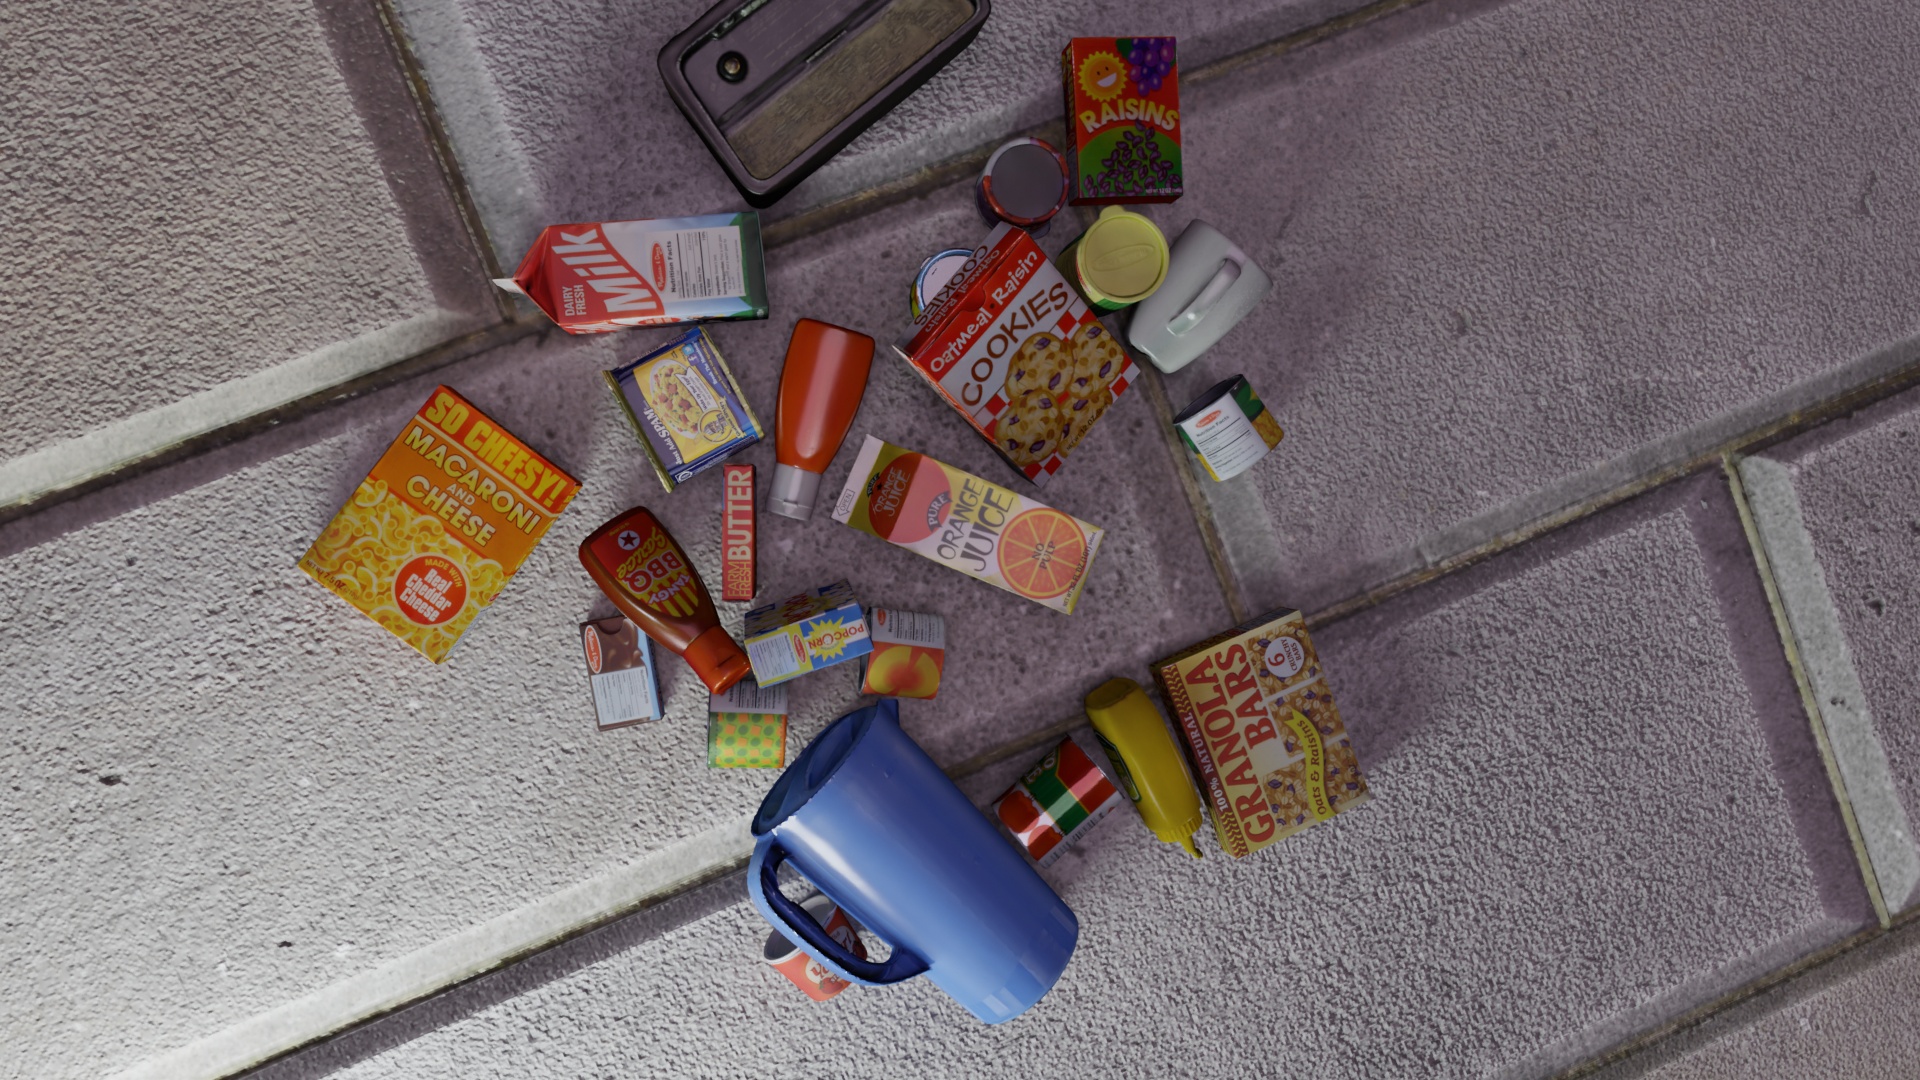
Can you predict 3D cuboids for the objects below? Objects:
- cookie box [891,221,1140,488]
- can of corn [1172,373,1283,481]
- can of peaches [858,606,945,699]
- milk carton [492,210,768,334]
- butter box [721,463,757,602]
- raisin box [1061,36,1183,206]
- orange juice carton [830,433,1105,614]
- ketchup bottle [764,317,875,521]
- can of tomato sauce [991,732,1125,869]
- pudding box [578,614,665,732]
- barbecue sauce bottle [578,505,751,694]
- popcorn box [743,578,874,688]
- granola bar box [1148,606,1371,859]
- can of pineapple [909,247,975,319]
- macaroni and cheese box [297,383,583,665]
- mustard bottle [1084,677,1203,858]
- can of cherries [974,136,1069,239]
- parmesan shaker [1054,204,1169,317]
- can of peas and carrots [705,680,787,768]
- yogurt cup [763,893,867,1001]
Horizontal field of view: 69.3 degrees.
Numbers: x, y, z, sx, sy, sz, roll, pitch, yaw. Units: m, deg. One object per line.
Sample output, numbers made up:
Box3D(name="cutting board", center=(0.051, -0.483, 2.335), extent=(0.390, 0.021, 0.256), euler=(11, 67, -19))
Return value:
Box3D(name="cookie box", center=(0.046, -0.135, 1.035), extent=(0.123, 0.040, 0.167), euler=(-50, 129, -3))
Box3D(name="can of corn", center=(0.211, -0.089, 1.088), extent=(0.071, 0.071, 0.058), euler=(-38, 97, -5))
Box3D(name="can of peaches", center=(-0.045, 0.088, 1.059), extent=(0.058, 0.071, 0.071), euler=(7, 91, -8))
Box3D(name="milk carton", center=(-0.240, -0.194, 1.020), extent=(0.191, 0.072, 0.073), euler=(-6, 93, -8))
Box3D(name="butter box", center=(-0.166, -0.007, 1.045), extent=(0.024, 0.053, 0.103), euler=(0, 92, -6))
Box3D(name="raisin box", center=(0.126, -0.326, 1.082), extent=(0.086, 0.040, 0.123), euler=(-4, 93, -7))
Box3D(name="orange juice carton", center=(0.004, -0.013, 1.057), extent=(0.193, 0.073, 0.072), euler=(22, 89, -7))
Box3D(name="ketchup bottle", center=(-0.113, -0.090, 1.054), extent=(0.065, 0.043, 0.148), euler=(15, 90, -7))
Box3D(name="can of tomato sauce", center=(0.074, 0.201, 1.077), extent=(0.083, 0.071, 0.071), euler=(-41, 97, -4))
Box3D(name="pudding box", center=(-0.254, 0.098, 1.048), extent=(0.050, 0.030, 0.083), euler=(-10, 93, -6))
Box3D(name="barbecue sauce bottle", center=(-0.213, 0.047, 1.022), extent=(0.065, 0.043, 0.148), euler=(-36, 78, -29))
Box3D(name="popcorn box", center=(-0.113, 0.066, 1.017), extent=(0.085, 0.127, 0.038), euler=(-18, 99, -6))
Box3D(name="granola bar box", center=(0.239, 0.152, 1.111), extent=(0.124, 0.039, 0.165), euler=(-22, 95, -7))
Box3D(name="can of pineapple", center=(-0.005, -0.188, 1.059), extent=(0.071, 0.058, 0.071), euler=(0, 92, -7))
Box3D(name="macaroni and cheese box", center=(-0.380, -0.013, 1.023), extent=(0.123, 0.040, 0.166), euler=(37, 87, -7))
Box3D(name="mustard bottle", center=(0.152, 0.186, 1.089), extent=(0.049, 0.065, 0.160), euler=(-29, 99, -10))
Box3D(name="can of cherries", center=(0.049, -0.268, 1.063), extent=(0.071, 0.058, 0.071), euler=(0, 92, -7))
Box3D(name="parmesan shaker", center=(0.111, -0.209, 1.051), extent=(0.071, 0.103, 0.071), euler=(0, 93, -8))
Box3D(name="can of peas and carrots", center=(-0.161, 0.140, 1.045), extent=(0.059, 0.071, 0.071), euler=(3, 92, -8))
Box3D(name="yogurt cup", center=(-0.108, 0.312, 1.058), extent=(0.072, 0.072, 0.054), euler=(-39, 104, -5))
